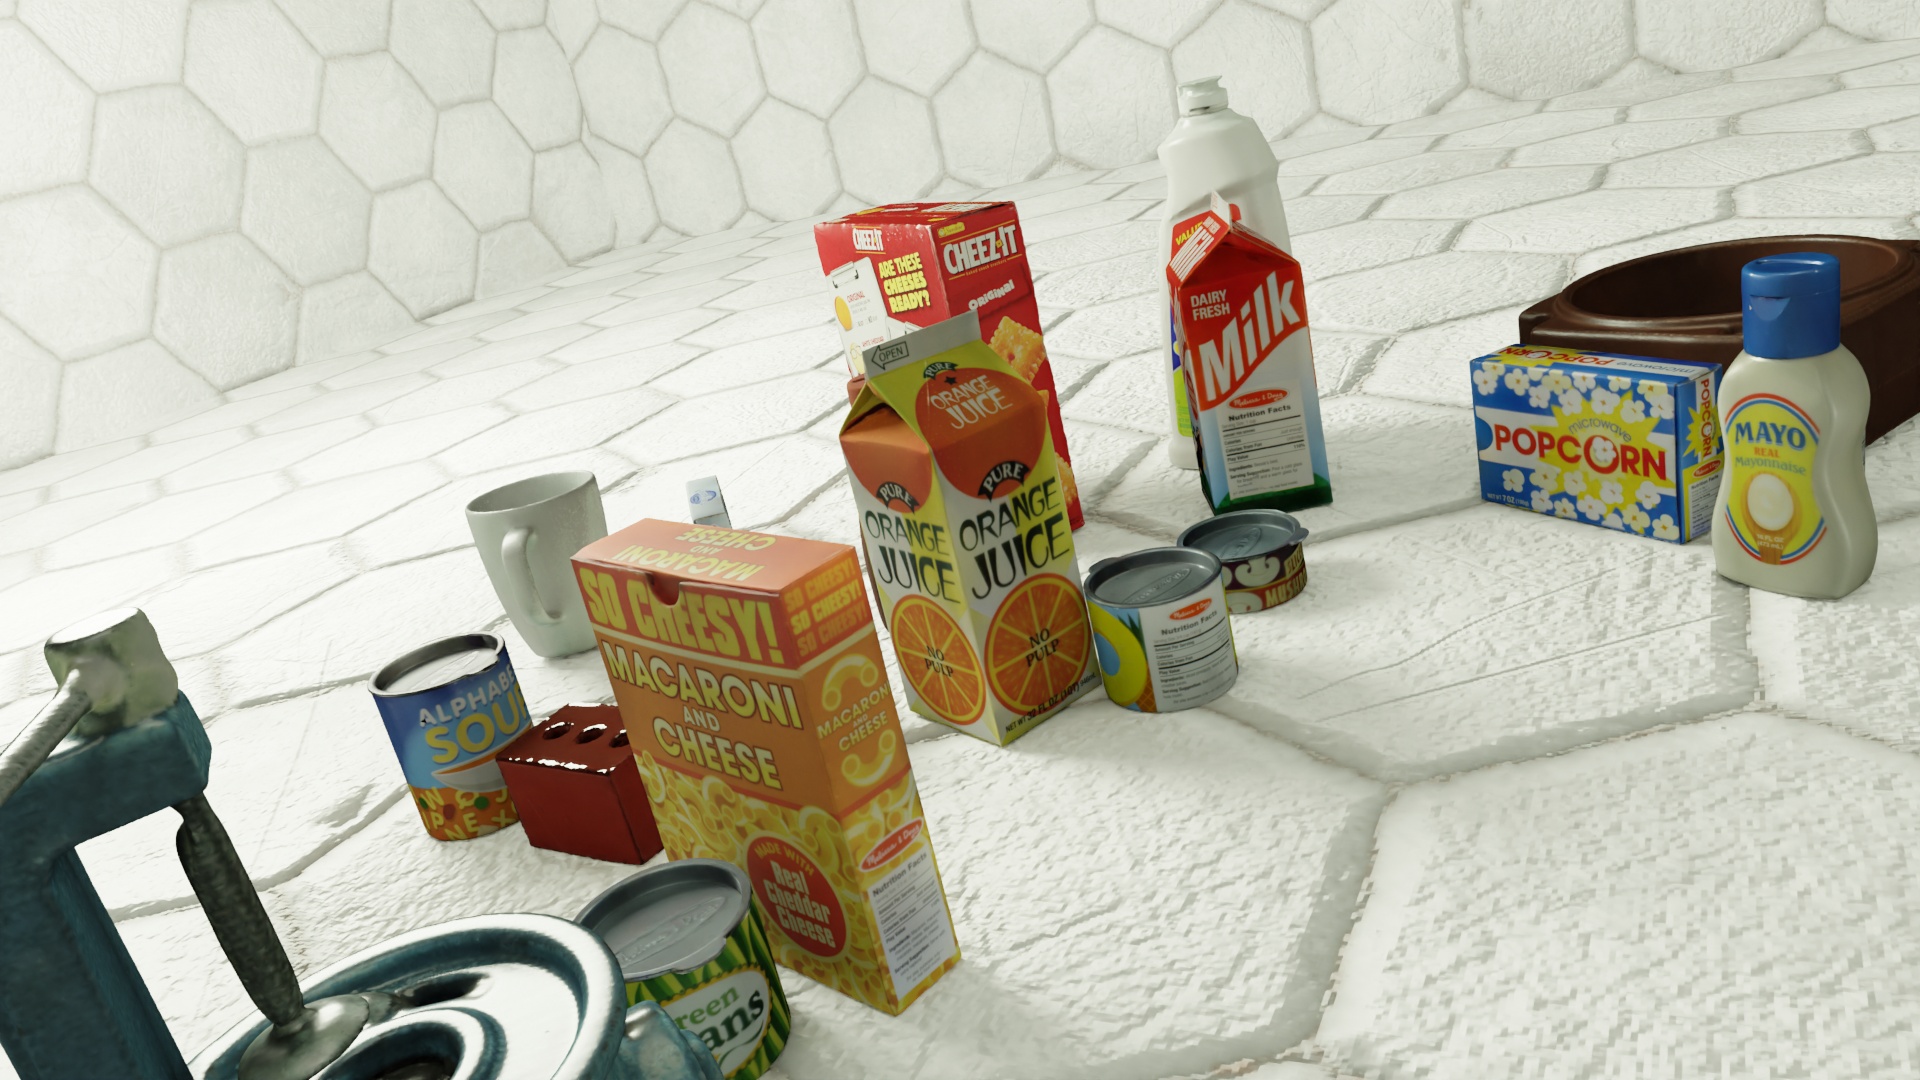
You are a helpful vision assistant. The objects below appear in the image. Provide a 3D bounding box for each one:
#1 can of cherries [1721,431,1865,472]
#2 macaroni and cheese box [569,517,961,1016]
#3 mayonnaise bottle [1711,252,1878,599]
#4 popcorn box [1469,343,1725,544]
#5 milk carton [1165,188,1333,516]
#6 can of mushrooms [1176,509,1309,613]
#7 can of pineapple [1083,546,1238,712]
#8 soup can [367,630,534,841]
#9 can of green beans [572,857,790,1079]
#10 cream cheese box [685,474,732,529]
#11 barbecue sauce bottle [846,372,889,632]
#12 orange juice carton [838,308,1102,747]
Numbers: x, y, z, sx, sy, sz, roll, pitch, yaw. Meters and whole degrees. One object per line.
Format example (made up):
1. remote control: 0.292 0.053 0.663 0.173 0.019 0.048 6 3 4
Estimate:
1. can of cherries: 0.414 -0.046 0.701 0.071 0.058 0.072 -12 20 4
2. macaroni and cheese box: -0.072 0.079 0.510 0.123 0.165 0.040 6 27 43
3. mayonnaise bottle: 0.365 -0.050 0.611 0.041 0.147 0.065 -24 22 -27
4. popcorn box: 0.334 -0.054 0.733 0.038 0.085 0.127 -22 22 -24
5. milk carton: 0.171 -0.114 0.841 0.073 0.189 0.072 -11 20 5
6. can of mushrooms: 0.154 0.011 0.746 0.071 0.033 0.071 -12 20 4
7. can of pineapple: 0.096 0.041 0.665 0.071 0.057 0.071 -12 20 4
8. soup can: -0.245 0.097 0.690 0.071 0.083 0.071 -12 20 4
9. can of green beans: -0.097 0.154 0.484 0.071 0.057 0.071 -12 20 4
10. cream cheese box: -0.170 -0.007 0.965 0.024 0.053 0.104 -16 20 -9
11. barbecue sauce bottle: -0.029 -0.022 0.780 0.065 0.148 0.044 -14 20 -2
12. orange juice carton: 0.002 -0.008 0.659 0.072 0.192 0.073 -27 24 -34
